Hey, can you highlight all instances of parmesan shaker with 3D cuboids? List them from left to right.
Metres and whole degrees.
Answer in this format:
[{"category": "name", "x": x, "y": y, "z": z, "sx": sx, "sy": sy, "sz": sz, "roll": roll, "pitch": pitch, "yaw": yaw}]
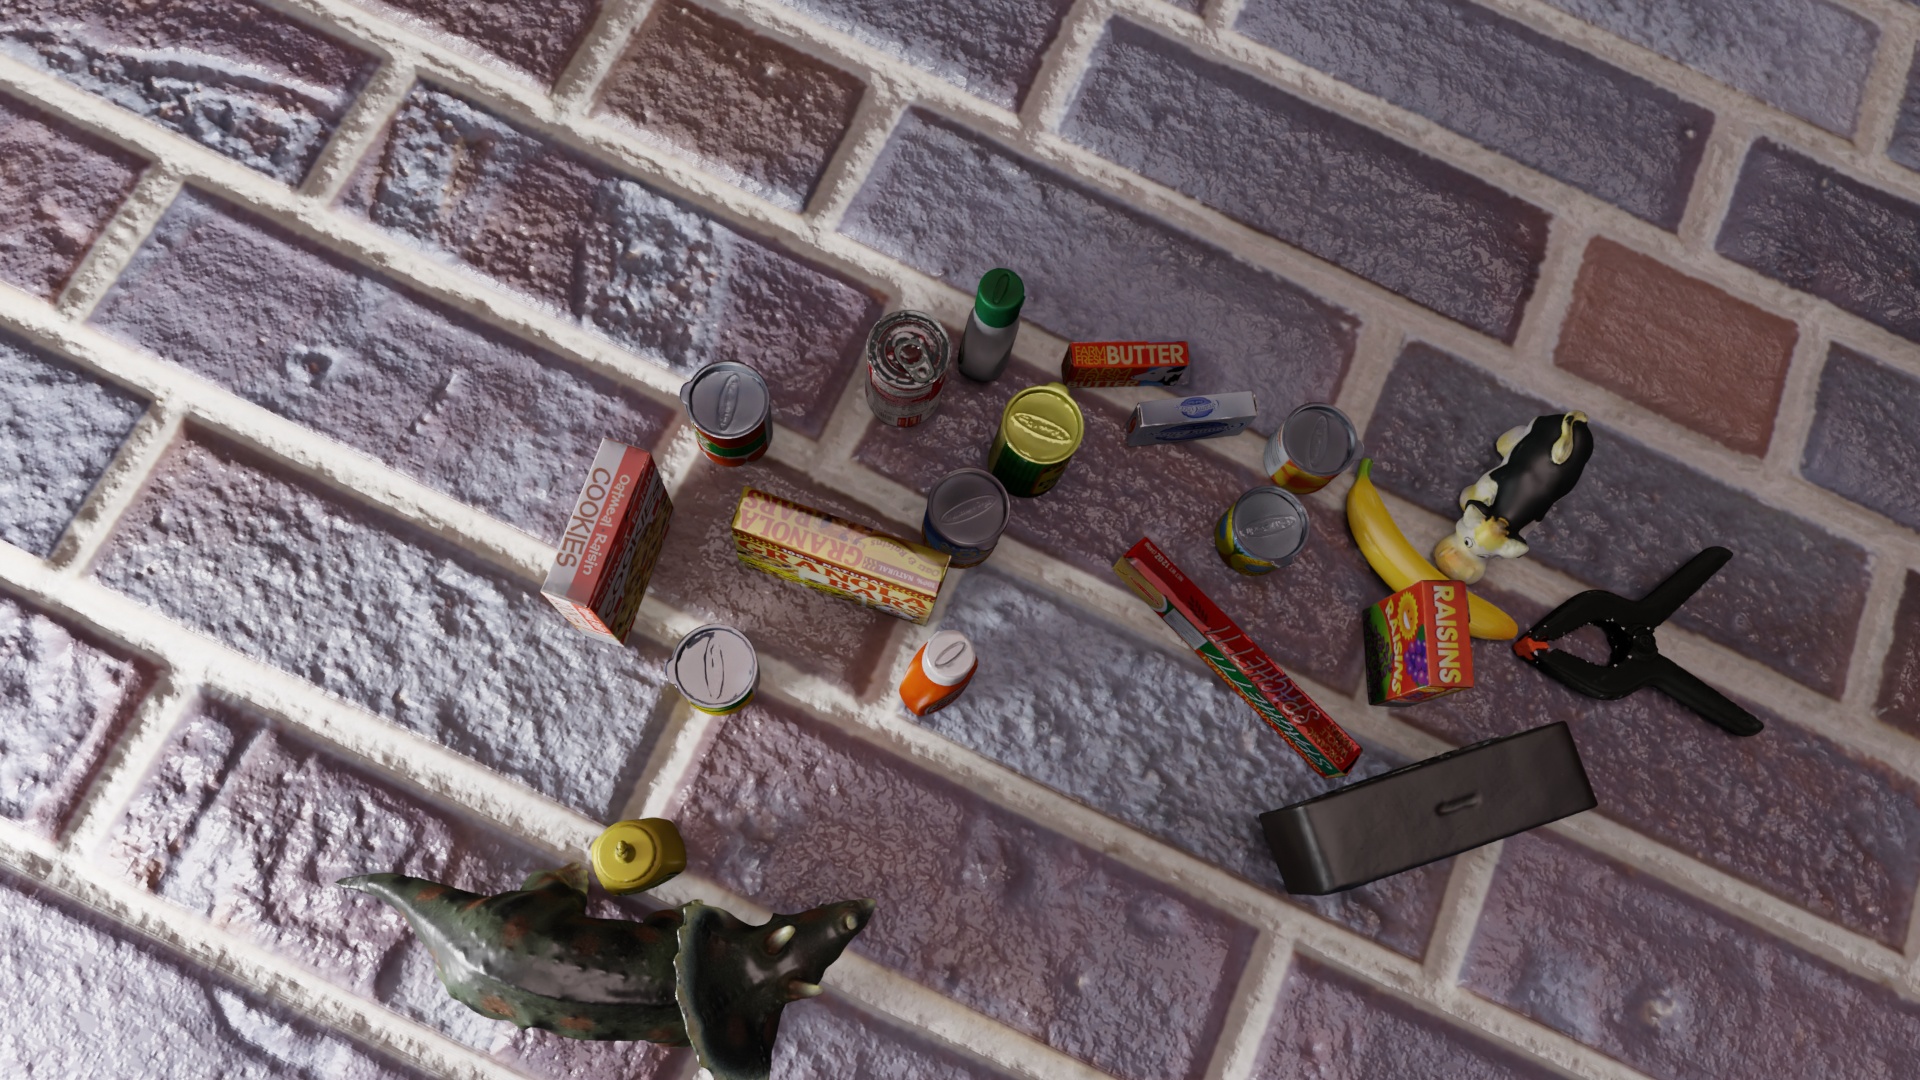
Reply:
[{"category": "parmesan shaker", "x": 0.062, "y": -0.082, "z": 1.149, "sx": 0.071, "sy": 0.103, "sz": 0.071, "roll": 1, "pitch": 76, "yaw": -5}]

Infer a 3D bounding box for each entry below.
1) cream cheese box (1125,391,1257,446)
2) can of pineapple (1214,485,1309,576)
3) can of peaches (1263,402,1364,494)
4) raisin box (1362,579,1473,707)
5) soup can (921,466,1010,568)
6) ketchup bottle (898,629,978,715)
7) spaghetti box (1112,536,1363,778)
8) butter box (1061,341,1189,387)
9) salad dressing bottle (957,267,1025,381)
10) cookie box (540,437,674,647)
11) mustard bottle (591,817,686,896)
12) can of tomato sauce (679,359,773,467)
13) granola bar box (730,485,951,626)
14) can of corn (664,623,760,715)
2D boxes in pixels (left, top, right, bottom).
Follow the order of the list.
[{"category": "cream cheese box", "x": 0.197, "y": -0.104, "z": 1.193, "sx": 0.104, "sy": 0.053, "sz": 0.024, "roll": -6, "pitch": 77, "yaw": -7}, {"category": "can of pineapple", "x": 0.253, "y": -0.005, "z": 1.170, "sx": 0.071, "sy": 0.057, "sz": 0.071, "roll": 1, "pitch": 75, "yaw": -5}, {"category": "can of peaches", "x": 0.302, "y": -0.077, "z": 1.194, "sx": 0.071, "sy": 0.058, "sz": 0.071, "roll": 1, "pitch": 75, "yaw": -5}, {"category": "raisin box", "x": 0.369, "y": 0.086, "z": 1.123, "sx": 0.040, "sy": 0.123, "sz": 0.086, "roll": 2, "pitch": 76, "yaw": -5}, {"category": "soup can", "x": 0.004, "y": -0.014, "z": 1.135, "sx": 0.071, "sy": 0.083, "sz": 0.071, "roll": 1, "pitch": 76, "yaw": -5}, {"category": "ketchup bottle", "x": -0.014, "y": 0.099, "z": 1.070, "sx": 0.065, "sy": 0.148, "sz": 0.043, "roll": -37, "pitch": 82, "yaw": -13}, {"category": "spaghetti box", "x": 0.226, "y": 0.098, "z": 1.144, "sx": 0.029, "sy": 0.050, "sz": 0.250, "roll": -43, "pitch": 83, "yaw": -14}, {"category": "butter box", "x": 0.141, "y": -0.152, "z": 1.201, "sx": 0.103, "sy": 0.053, "sz": 0.024, "roll": -1, "pitch": 76, "yaw": -6}, {"category": "salad dressing bottle", "x": 0.026, "y": -0.178, "z": 1.148, "sx": 0.044, "sy": 0.147, "sz": 0.064, "roll": 22, "pitch": 75, "yaw": 0}, {"category": "cookie box", "x": -0.264, "y": 0.006, "z": 1.062, "sx": 0.040, "sy": 0.167, "sz": 0.123, "roll": 18, "pitch": 75, "yaw": -1}, {"category": "mustard bottle", "x": -0.238, "y": 0.229, "z": 1.009, "sx": 0.065, "sy": 0.160, "sz": 0.049, "roll": -21, "pitch": 79, "yaw": -10}, {"category": "can of tomato sauce", "x": -0.190, "y": -0.102, "z": 1.141, "sx": 0.071, "sy": 0.083, "sz": 0.071, "roll": 1, "pitch": 76, "yaw": -5}, {"category": "granola bar box", "x": -0.095, "y": 0.016, "z": 1.097, "sx": 0.166, "sy": 0.124, "sz": 0.039, "roll": 19, "pitch": 75, "yaw": 0}, {"category": "can of corn", "x": -0.195, "y": 0.104, "z": 1.099, "sx": 0.071, "sy": 0.058, "sz": 0.071, "roll": 1, "pitch": 75, "yaw": -5}]
